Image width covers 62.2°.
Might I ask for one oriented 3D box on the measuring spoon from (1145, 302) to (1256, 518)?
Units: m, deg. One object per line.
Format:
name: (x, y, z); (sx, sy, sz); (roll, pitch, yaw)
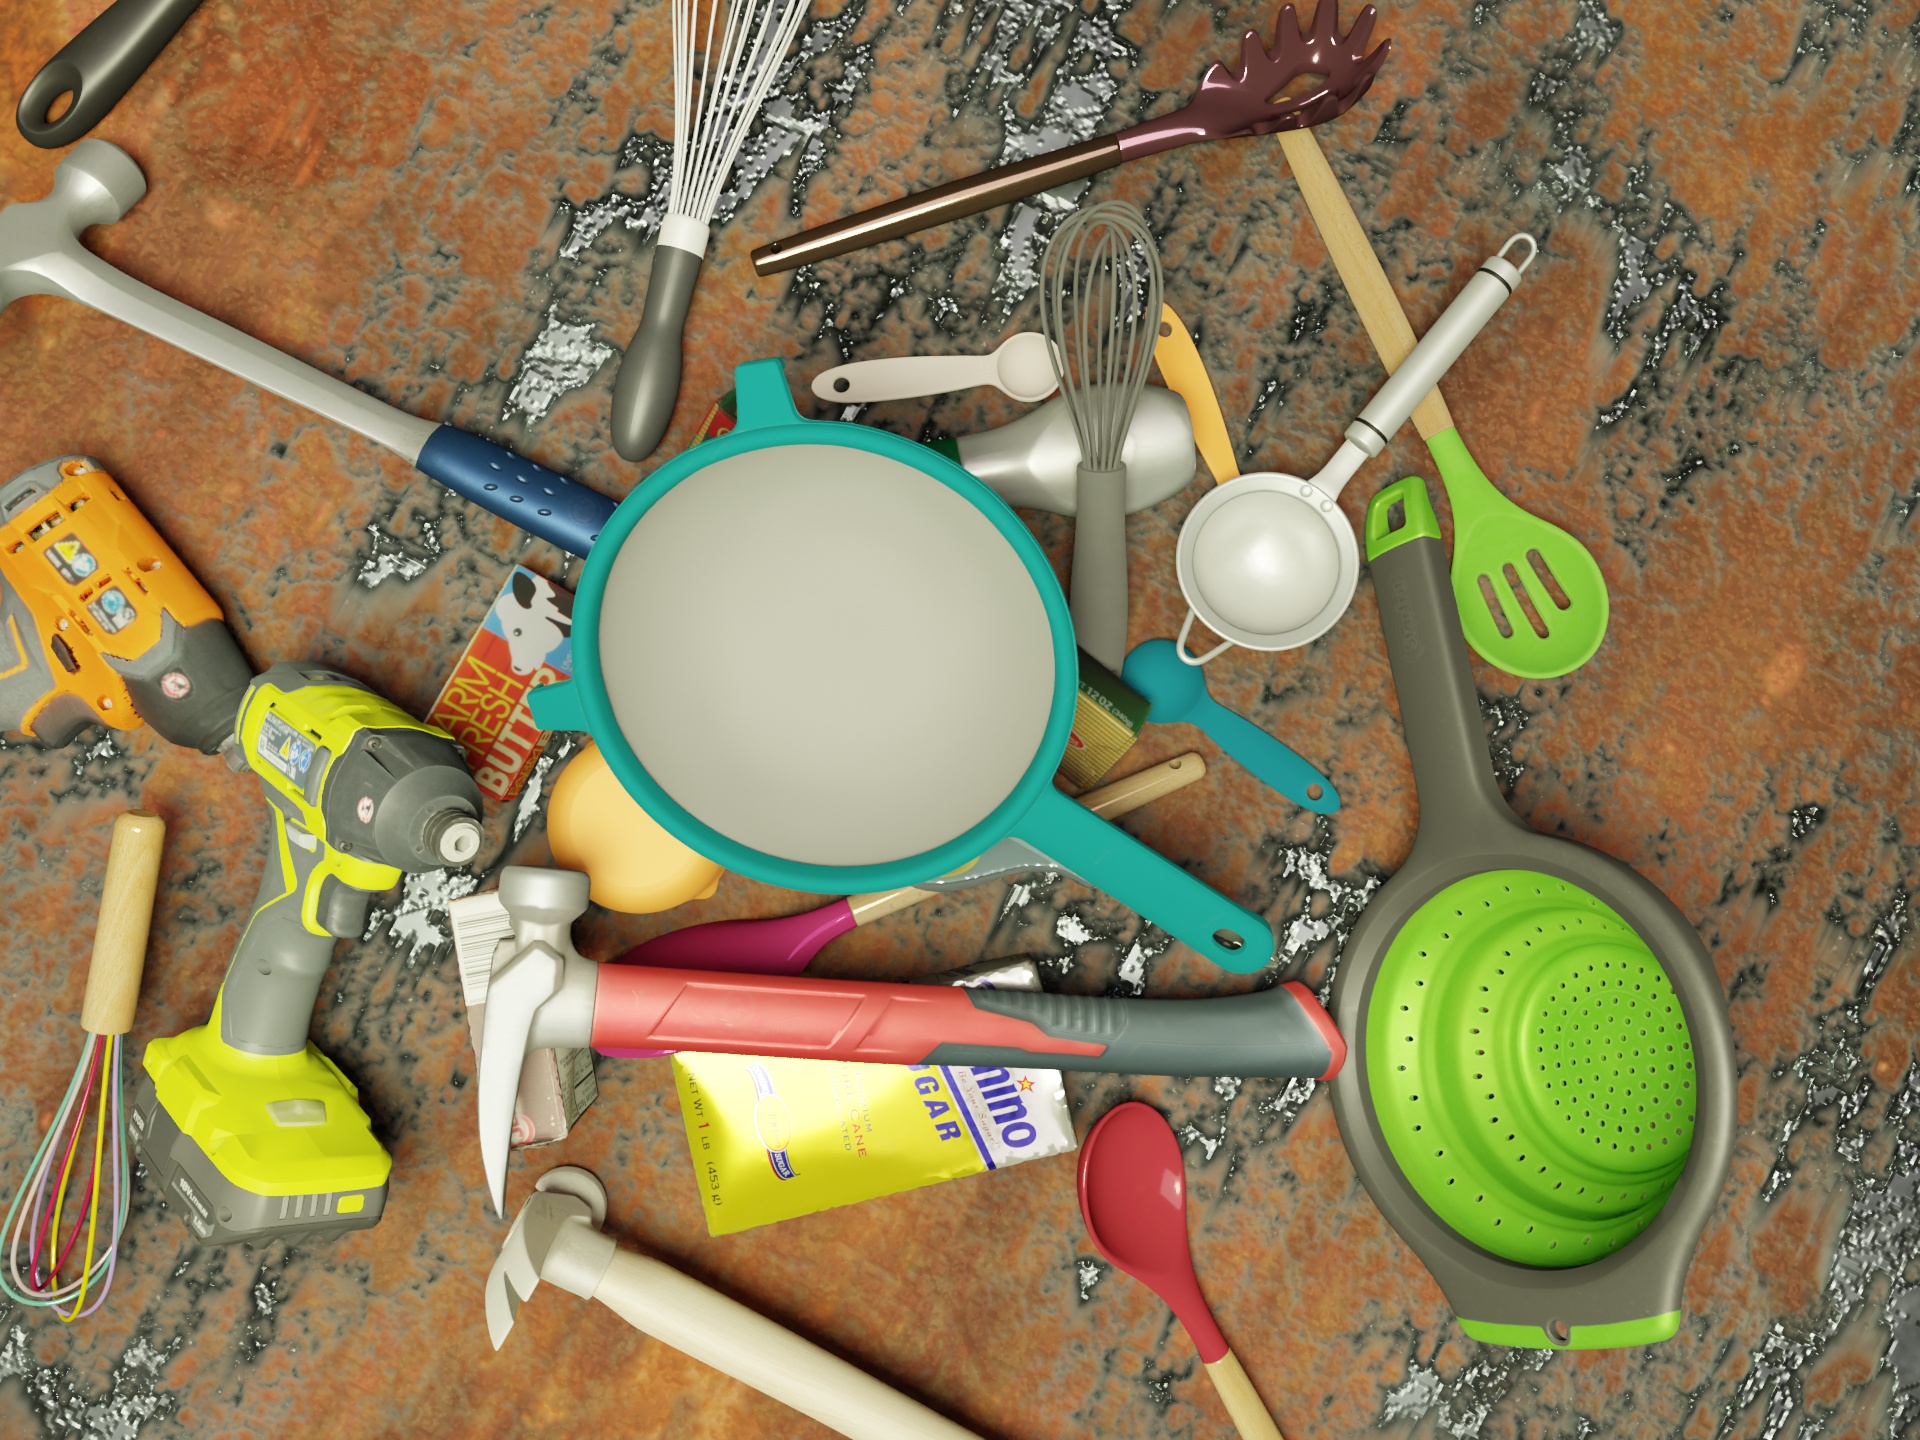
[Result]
measuring spoon: (0.117, -0.153, 0.787); (0.021, 0.011, 0.117); (-22, 86, -6)

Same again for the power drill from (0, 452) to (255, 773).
power drill: (-0.439, 0.009, 0.725); (0.226, 0.084, 0.164); (-40, 92, -6)

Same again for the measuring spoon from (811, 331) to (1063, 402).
measuring spoon: (-0.011, -0.168, 0.781); (0.124, 0.018, 0.034); (-4, 83, 4)

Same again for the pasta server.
pasta server: (0.049, -0.272, 0.764); (0.316, 0.040, 0.060); (-17, 69, 2)

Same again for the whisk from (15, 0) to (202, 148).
whisk: (-0.339, -0.378, 0.752); (0.296, 0.073, 0.073); (-43, 90, 3)

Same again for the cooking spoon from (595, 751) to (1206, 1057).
cooking spoon: (-0.028, 0.081, 0.758); (0.319, 0.017, 0.069); (-22, 48, -7)

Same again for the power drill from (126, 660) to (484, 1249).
power drill: (-0.276, 0.101, 0.684); (0.171, 0.080, 0.223); (24, 99, 43)

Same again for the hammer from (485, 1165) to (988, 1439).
hammer: (-0.020, 0.325, 0.712); (0.410, 0.146, 0.038); (30, 87, -6)

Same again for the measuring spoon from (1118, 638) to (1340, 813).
measuring spoon: (0.134, 0.006, 0.774); (0.128, 0.021, 0.042); (36, 88, 0)

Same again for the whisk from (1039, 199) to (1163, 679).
whisk: (0.062, -0.113, 0.721); (0.055, 0.055, 0.238); (-3, 118, -2)

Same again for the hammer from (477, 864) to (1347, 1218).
hammer: (-0.012, 0.150, 0.703); (0.386, 0.038, 0.143); (6, 85, -14)

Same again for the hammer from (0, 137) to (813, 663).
hammer: (-0.260, -0.128, 0.739); (0.405, 0.035, 0.144); (26, 58, -5)

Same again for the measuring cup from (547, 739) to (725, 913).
measuring cup: (-0.117, 0.021, 0.749); (0.173, 0.052, 0.095); (-38, 90, -1)

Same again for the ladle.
ladle: (0.136, 0.325, 0.762); (0.069, 0.031, 0.315); (-31, 94, -37)

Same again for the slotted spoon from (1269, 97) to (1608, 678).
slotted spoon: (0.226, -0.165, 0.781); (0.070, 0.031, 0.314); (-26, 87, 13)

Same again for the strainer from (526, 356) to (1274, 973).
strainer: (-0.001, -0.002, 0.704); (0.340, 0.095, 0.211); (33, 114, -11)

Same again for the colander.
colander: (0.263, 0.076, 0.742); (0.094, 0.204, 0.397); (5, 70, -35)

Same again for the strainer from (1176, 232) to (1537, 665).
strainer: (0.189, -0.127, 0.758); (0.087, 0.050, 0.258); (40, 94, 5)

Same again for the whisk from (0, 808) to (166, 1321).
whisk: (-0.394, 0.158, 0.723); (0.051, 0.047, 0.245); (11, 98, -16)

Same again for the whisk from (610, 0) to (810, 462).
whisk: (-0.125, -0.262, 0.760); (0.070, 0.070, 0.284); (14, 93, -2)
